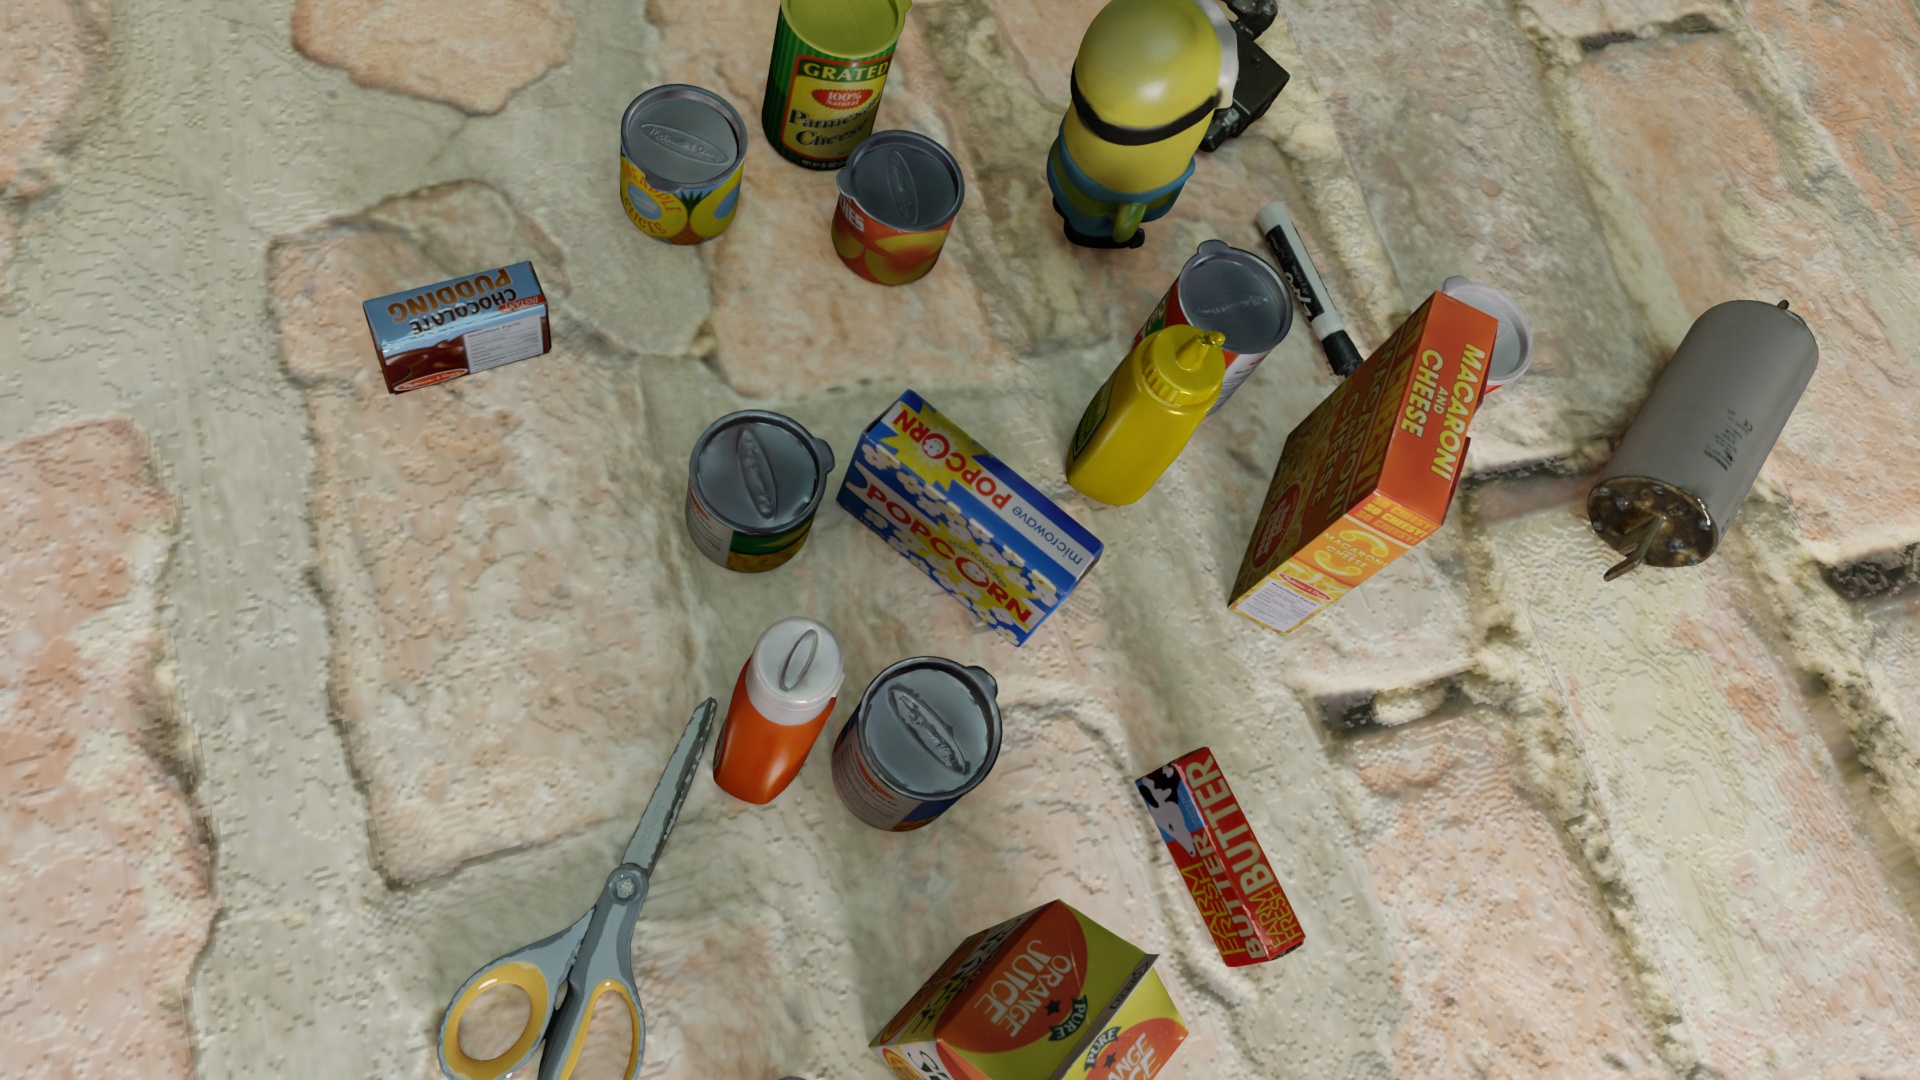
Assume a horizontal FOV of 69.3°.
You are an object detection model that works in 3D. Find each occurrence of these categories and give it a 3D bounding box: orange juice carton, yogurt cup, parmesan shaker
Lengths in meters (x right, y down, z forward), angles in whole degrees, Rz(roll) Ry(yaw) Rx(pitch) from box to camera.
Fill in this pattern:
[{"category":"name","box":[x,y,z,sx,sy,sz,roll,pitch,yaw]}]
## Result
[{"category":"orange juice carton","box":[0.026,0.202,0.562,0.073,0.192,0.072,45,66,6]},{"category":"yogurt cup","box":[0.300,-0.113,0.836,0.072,0.053,0.072,5,68,-12]},{"category":"parmesan shaker","box":[-0.071,-0.263,0.775,0.071,0.102,0.071,5,68,-12]}]

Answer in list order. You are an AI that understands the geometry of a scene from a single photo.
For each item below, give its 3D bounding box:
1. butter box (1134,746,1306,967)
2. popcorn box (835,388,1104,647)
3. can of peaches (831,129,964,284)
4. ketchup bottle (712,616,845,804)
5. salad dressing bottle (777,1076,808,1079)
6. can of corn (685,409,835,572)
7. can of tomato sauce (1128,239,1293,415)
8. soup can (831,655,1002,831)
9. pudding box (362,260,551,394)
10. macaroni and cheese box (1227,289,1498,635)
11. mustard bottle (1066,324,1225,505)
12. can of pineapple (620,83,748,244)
[{"category":"butter box","box":[0.127,0.156,0.683,0.024,0.053,0.103,-21,75,-21]},{"category":"popcorn box","box":[0.003,-0.009,0.701,0.127,0.085,0.038,39,65,3]},{"category":"can of peaches","box":[-0.038,-0.185,0.776,0.071,0.057,0.071,5,68,-12]},{"category":"ketchup bottle","box":[-0.079,0.073,0.612,0.043,0.148,0.065,25,65,-4]},{"category":"salad dressing bottle","box":[-0.068,0.244,0.546,0.044,0.147,0.064,28,65,-2]},{"category":"can of corn","box":[-0.101,-0.024,0.695,0.071,0.058,0.071,5,68,-12]},{"category":"can of tomato sauce","box":[0.137,-0.116,0.779,0.071,0.082,0.071,5,68,-12]},{"category":"soup can","box":[-0.021,0.096,0.653,0.071,0.083,0.071,5,68,-12]},{"category":"pudding box","box":[-0.251,-0.106,0.695,0.084,0.049,0.030,-20,75,-21]},{"category":"macaroni and cheese box","box":[0.205,-0.034,0.718,0.040,0.165,0.124,26,65,-3]},{"category":"mustard bottle","box":[0.098,-0.071,0.709,0.049,0.159,0.065,22,65,-5]},{"category":"can of pineapple","box":[-0.152,-0.202,0.755,0.071,0.057,0.071,5,68,-12]}]
